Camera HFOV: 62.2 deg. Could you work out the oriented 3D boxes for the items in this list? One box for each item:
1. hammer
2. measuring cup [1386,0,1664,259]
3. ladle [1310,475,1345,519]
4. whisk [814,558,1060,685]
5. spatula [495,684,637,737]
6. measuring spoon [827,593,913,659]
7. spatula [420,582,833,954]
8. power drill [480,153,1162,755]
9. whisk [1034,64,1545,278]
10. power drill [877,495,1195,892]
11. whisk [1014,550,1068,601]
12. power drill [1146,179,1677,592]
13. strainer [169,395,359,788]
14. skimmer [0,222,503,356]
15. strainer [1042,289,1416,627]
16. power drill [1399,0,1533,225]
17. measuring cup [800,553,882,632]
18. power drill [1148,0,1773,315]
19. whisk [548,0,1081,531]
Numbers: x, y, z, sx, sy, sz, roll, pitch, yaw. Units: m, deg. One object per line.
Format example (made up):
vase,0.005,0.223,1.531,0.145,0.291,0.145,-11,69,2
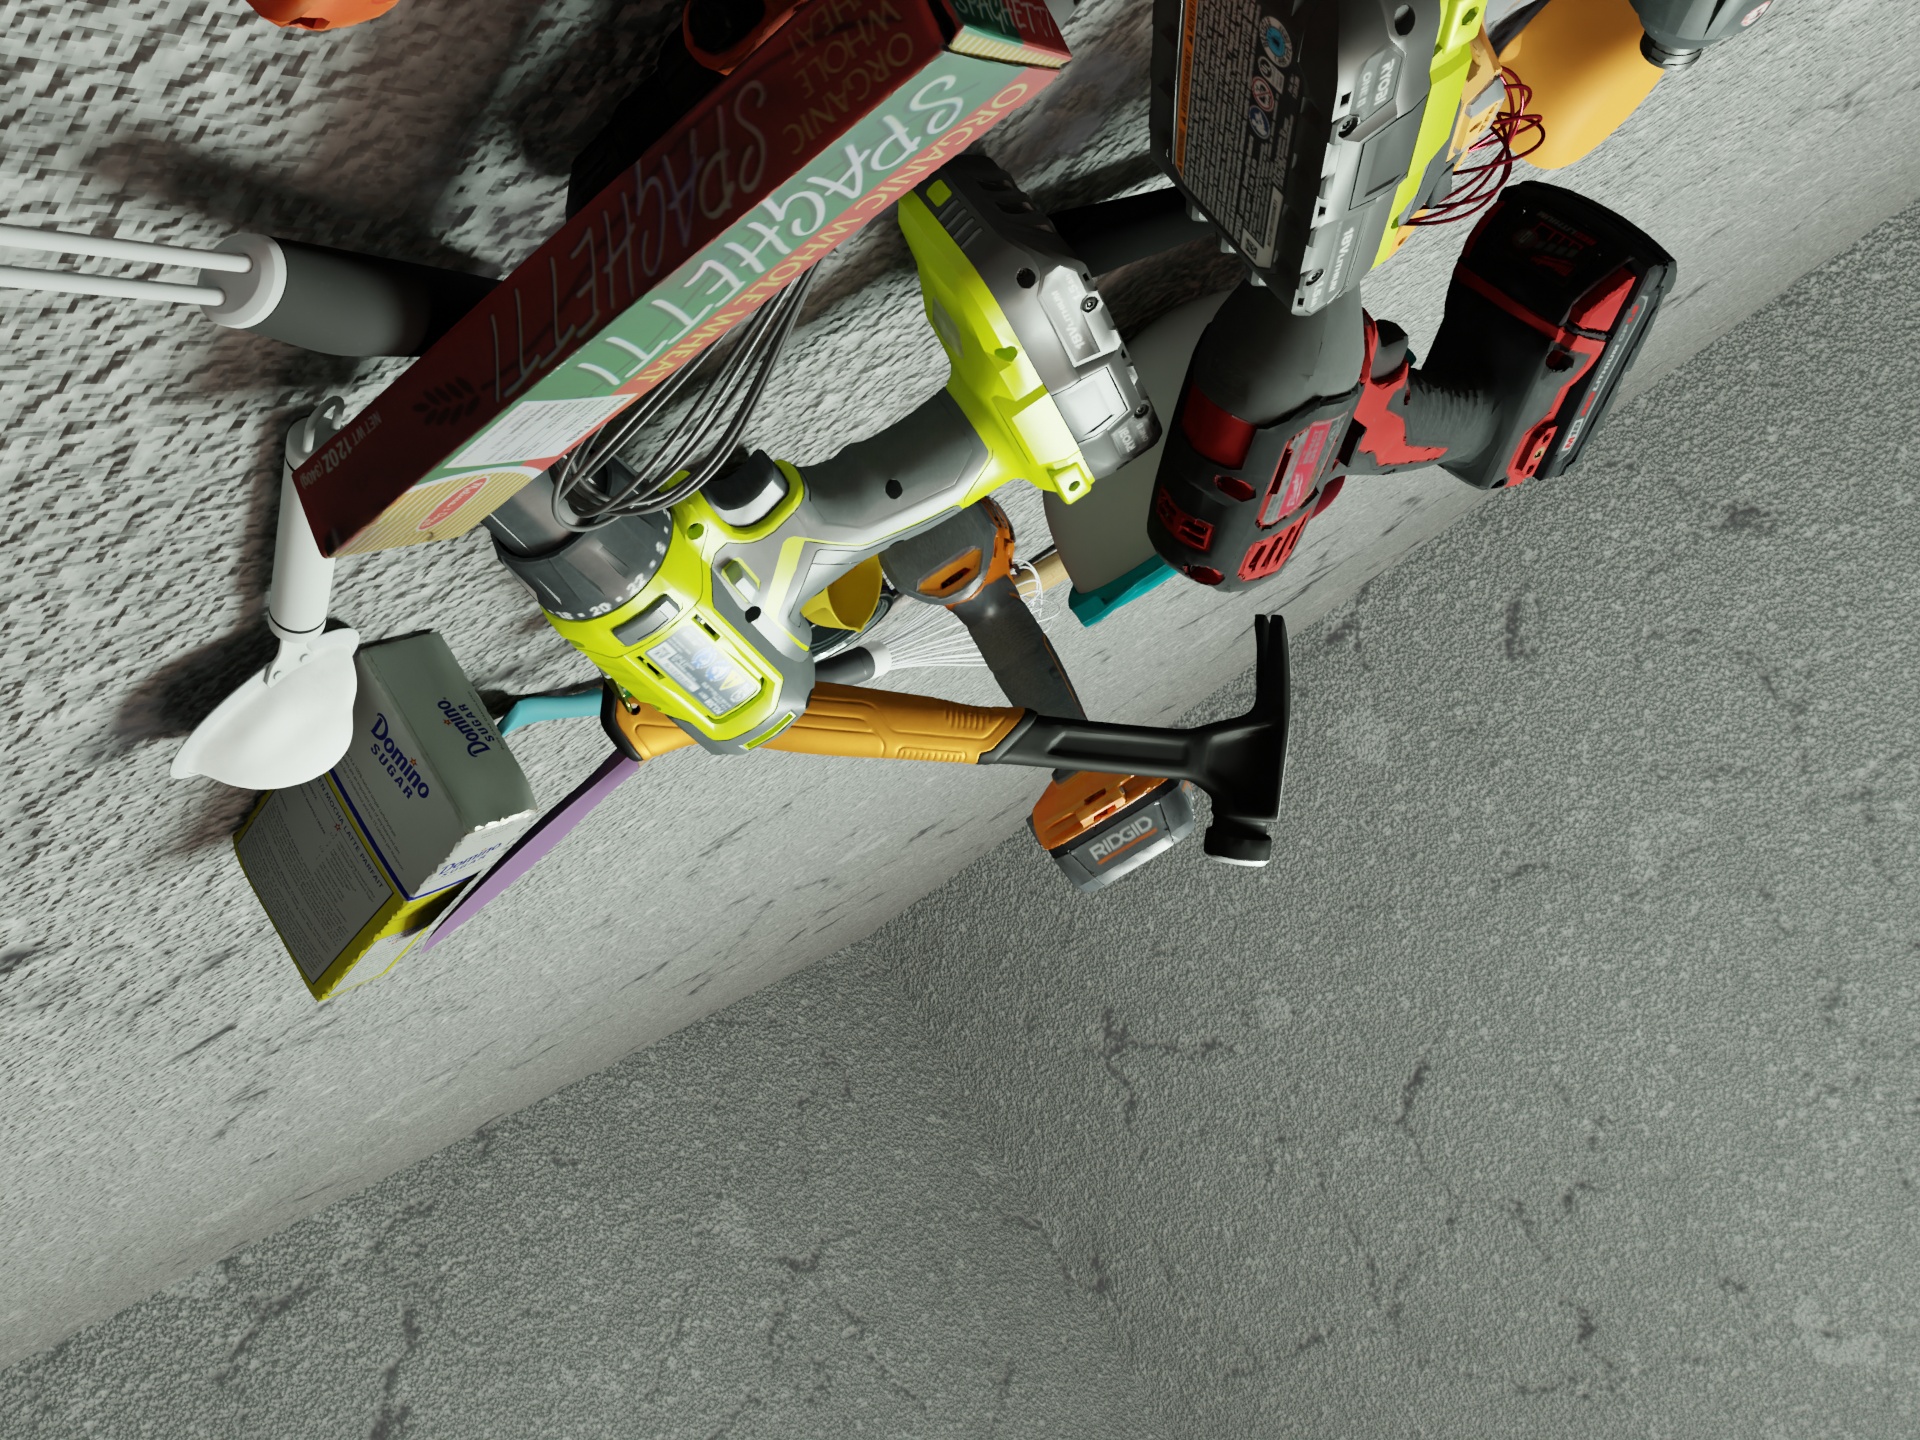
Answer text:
hammer,-0.001,-0.002,0.768,0.336,0.127,0.034,5,-175,-13
measuring cup,0.279,-0.284,0.792,0.095,0.052,0.173,-28,161,-45
ladle,0.132,-0.131,0.983,0.069,0.031,0.315,-50,-164,-13
whisk,-0.035,-0.048,1.020,0.284,0.070,0.070,-23,167,-45
spatula,-0.174,-0.006,0.873,0.082,0.044,0.317,-43,167,37
measuring spoon,-0.064,-0.067,1.029,0.124,0.018,0.034,-36,169,-17
spatula,-0.147,0.002,0.788,0.316,0.018,0.059,-48,-176,-34
power drill,-0.056,-0.098,0.581,0.228,0.080,0.190,-34,144,4
whisk,0.138,-0.230,0.684,0.296,0.073,0.073,-22,168,-23
power drill,0.041,-0.029,0.887,0.084,0.226,0.164,-32,-178,10
whisk,0.128,-0.149,1.157,0.245,0.051,0.047,-29,150,9
power drill,0.175,-0.141,0.628,0.219,0.079,0.143,-21,142,-32
strainer,-0.235,-0.031,0.562,0.087,0.050,0.258,-45,177,-38
skimmer,-0.192,-0.113,0.299,0.127,0.090,0.363,-34,-179,17
strainer,0.115,-0.171,0.879,0.211,0.095,0.340,-39,-170,12
power drill,0.226,-0.288,0.608,0.226,0.084,0.185,-38,172,7
measuring cup,-0.090,-0.060,0.788,0.029,0.062,0.156,6,-158,29
power drill,0.168,-0.218,0.457,0.223,0.080,0.171,-32,159,-8
whisk,-0.041,-0.147,0.476,0.239,0.055,0.055,-46,169,5
